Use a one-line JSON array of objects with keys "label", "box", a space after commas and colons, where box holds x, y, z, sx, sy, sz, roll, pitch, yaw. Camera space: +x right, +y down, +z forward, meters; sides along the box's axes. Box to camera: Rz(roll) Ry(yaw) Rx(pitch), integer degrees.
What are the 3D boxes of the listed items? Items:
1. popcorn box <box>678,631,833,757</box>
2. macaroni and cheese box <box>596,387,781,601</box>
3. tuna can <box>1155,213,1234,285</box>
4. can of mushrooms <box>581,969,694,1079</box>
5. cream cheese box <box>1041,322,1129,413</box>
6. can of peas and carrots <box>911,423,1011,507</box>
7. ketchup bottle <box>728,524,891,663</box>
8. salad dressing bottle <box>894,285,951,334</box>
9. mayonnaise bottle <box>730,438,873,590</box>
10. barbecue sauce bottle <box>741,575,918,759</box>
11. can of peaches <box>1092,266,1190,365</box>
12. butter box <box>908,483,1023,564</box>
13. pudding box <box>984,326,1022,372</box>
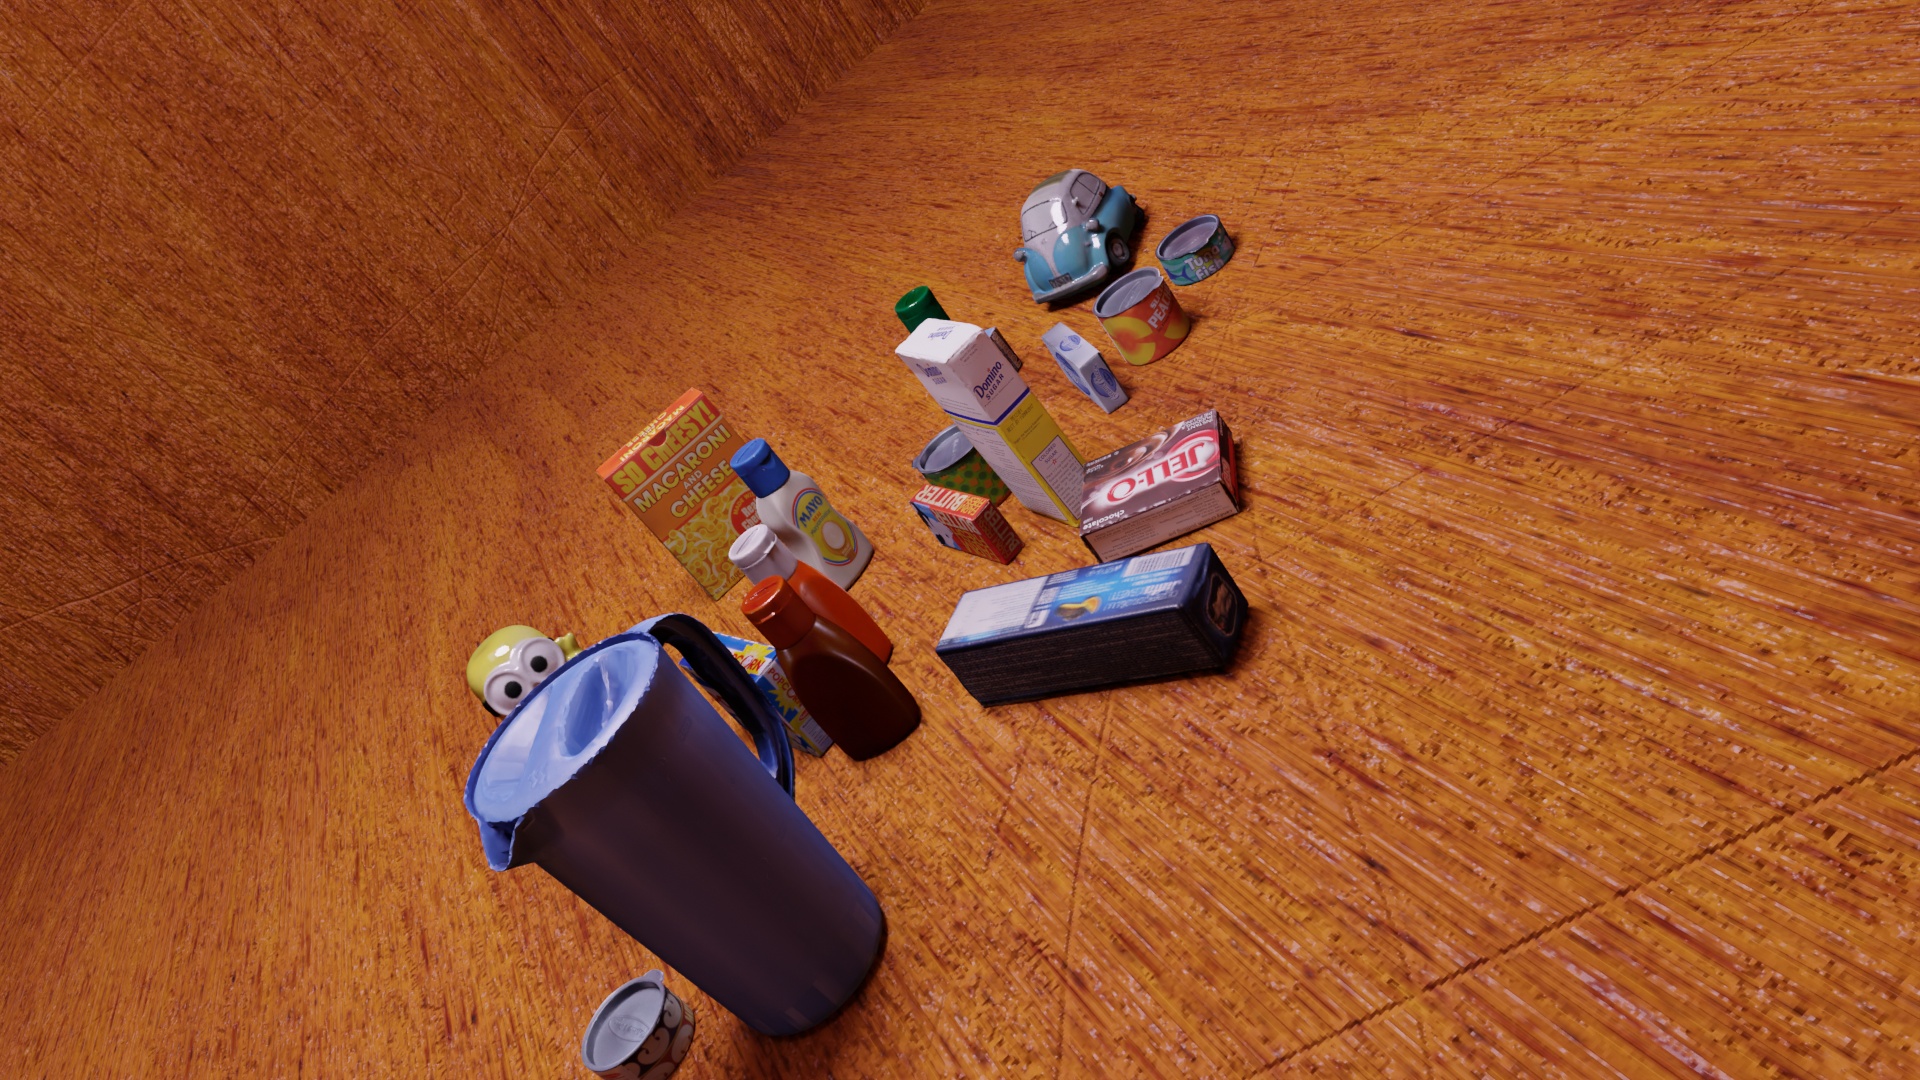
[{"label": "popcorn box", "box": [-0.153, 0.116, 1.067, 0.126, 0.085, 0.038, 6, 50, 53]}, {"label": "macaroni and cheese box", "box": [-0.245, -0.044, 1.333, 0.124, 0.166, 0.040, -44, 28, -11]}, {"label": "tuna can", "box": [0.216, -0.265, 1.270, 0.071, 0.032, 0.071, -29, 29, 17]}, {"label": "can of mushrooms", "box": [-0.203, 0.312, 0.882, 0.071, 0.033, 0.071, -29, 29, 17]}, {"label": "cream cheese box", "box": [0.107, -0.150, 1.200, 0.024, 0.053, 0.104, -37, 27, 2]}, {"label": "can of peas and carrots", "box": [0.004, -0.058, 1.177, 0.071, 0.058, 0.071, -29, 29, 17]}, {"label": "ketchup bottle", "box": [-0.115, 0.052, 1.052, 0.043, 0.148, 0.065, -7, 41, 45]}, {"label": "salad dressing bottle", "box": [-0.004, -0.160, 1.245, 0.044, 0.147, 0.064, -22, 31, 29]}, {"label": "mayonnaise bottle", "box": [-0.138, -0.022, 1.194, 0.041, 0.147, 0.065, -7, 41, 46]}, {"label": "barbecue sauce bottle", "box": [-0.094, 0.088, 0.972, 0.065, 0.148, 0.044, -31, 28, 14]}, {"label": "can of peaches", "box": [0.159, -0.194, 1.201, 0.071, 0.058, 0.071, -29, 29, 17]}, {"label": "butter box", "box": [0.004, -0.014, 1.115, 0.024, 0.053, 0.103, -47, 29, -16]}, {"label": "pudding box", "box": [0.011, -0.171, 1.351, 0.083, 0.049, 0.030, -14, 35, 38]}]
